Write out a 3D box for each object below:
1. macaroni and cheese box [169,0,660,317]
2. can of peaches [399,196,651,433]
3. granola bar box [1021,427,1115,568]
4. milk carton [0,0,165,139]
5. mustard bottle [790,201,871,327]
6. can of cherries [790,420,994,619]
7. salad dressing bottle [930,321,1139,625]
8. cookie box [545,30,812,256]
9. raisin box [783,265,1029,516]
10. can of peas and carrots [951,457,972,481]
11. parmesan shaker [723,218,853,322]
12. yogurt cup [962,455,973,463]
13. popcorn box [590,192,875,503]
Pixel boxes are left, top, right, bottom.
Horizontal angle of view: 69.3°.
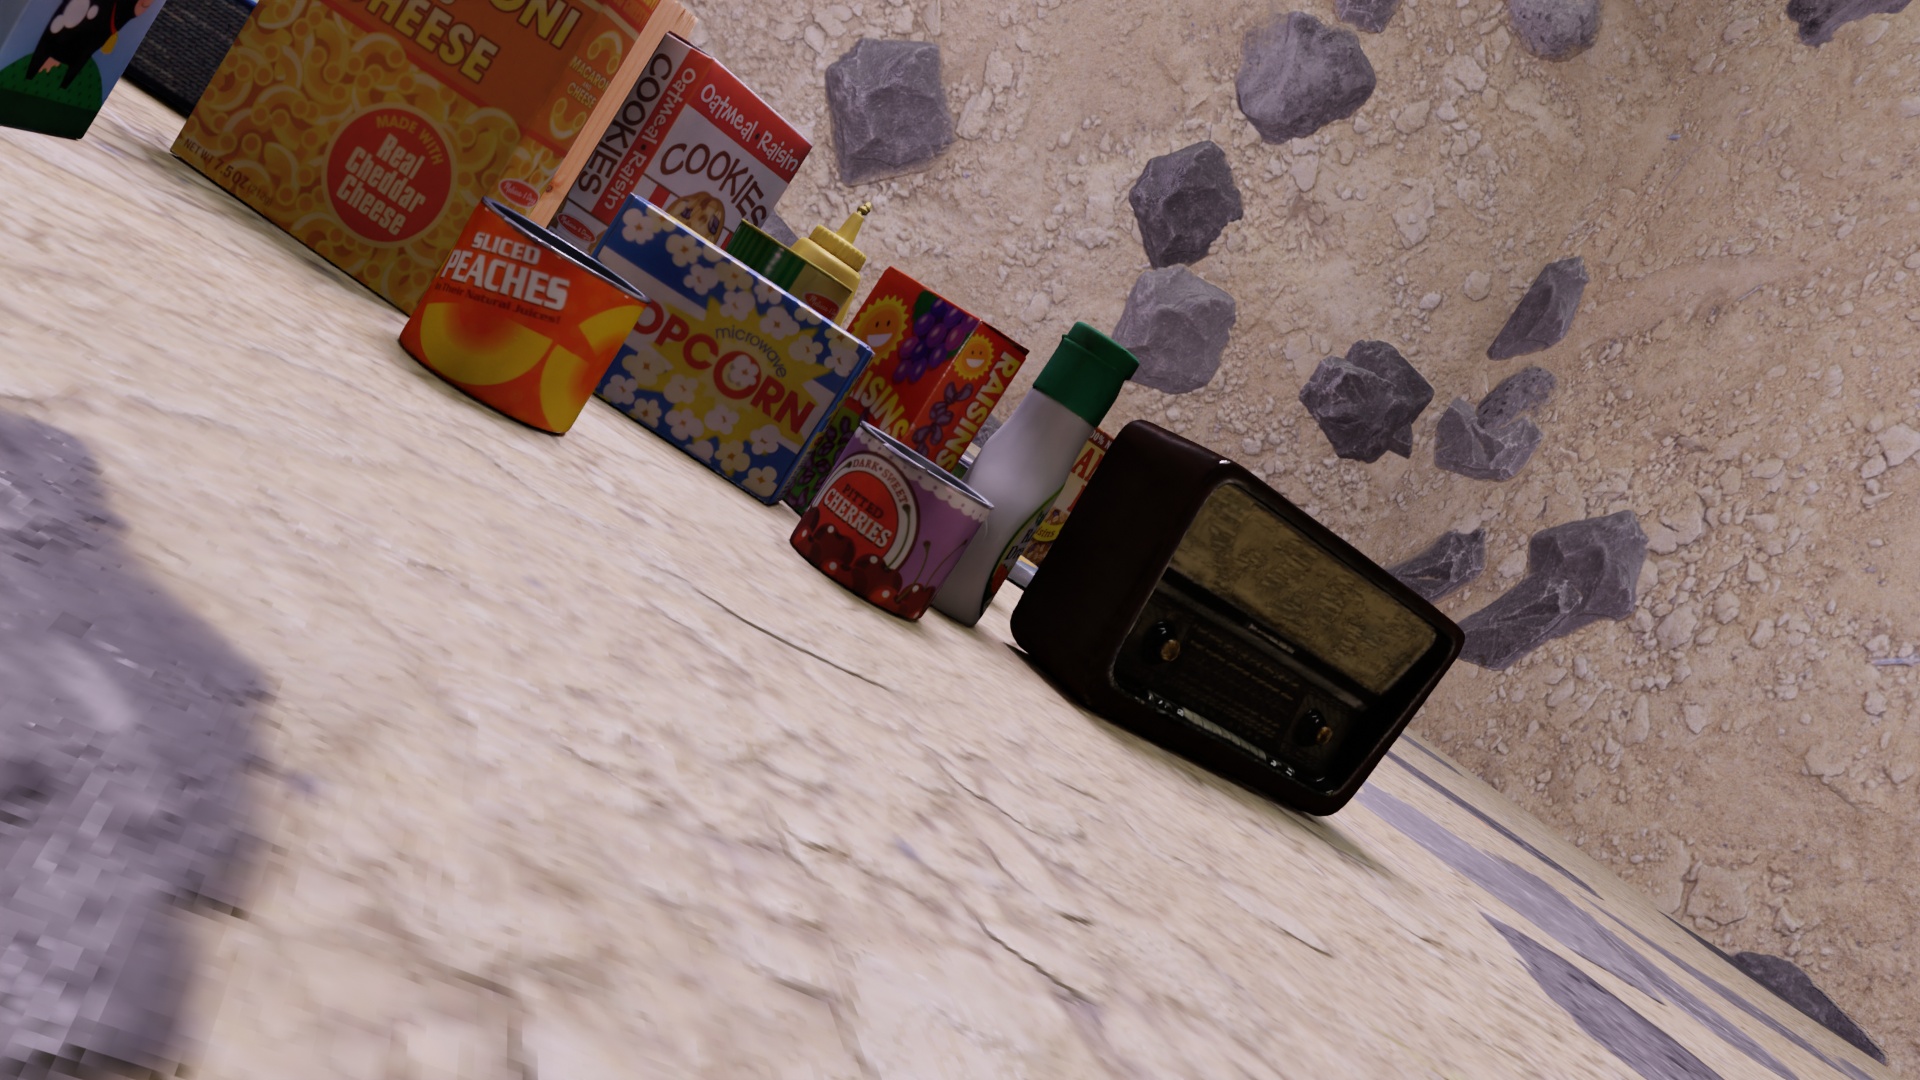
[{"bbox_3d":[-0.209,-0.186,0.542,0.124,0.166,0.040,34,5,6],"label":"macaroni and cheese box"},{"bbox_3d":[-0.153,-0.078,0.486,0.071,0.058,0.071,33,5,-3],"label":"can of peaches"},{"bbox_3d":[0.076,-0.038,1.105,0.039,0.124,0.165,36,6,34],"label":"granola bar box"},{"bbox_3d":[-0.265,-0.223,0.415,0.072,0.190,0.073,32,5,-12],"label":"milk carton"},{"bbox_3d":[-0.105,-0.156,0.914,0.065,0.160,0.049,31,5,-26],"label":"mustard bottle"},{"bbox_3d":[-0.030,-0.008,0.577,0.071,0.058,0.071,33,5,-3],"label":"can of cherries"},{"bbox_3d":[0.029,-0.032,0.651,0.044,0.147,0.064,34,5,6],"label":"salad dressing bottle"},{"bbox_3d":[-0.168,-0.189,0.797,0.040,0.167,0.123,35,5,20],"label":"cookie box"},{"bbox_3d":[-0.034,-0.060,0.665,0.040,0.123,0.086,29,7,-43],"label":"raisin box"},{"bbox_3d":[0.003,-0.010,0.778,0.071,0.058,0.071,33,5,-3],"label":"can of peas and carrots"},{"bbox_3d":[-0.112,-0.103,0.707,0.071,0.103,0.071,33,5,-3],"label":"parmesan shaker"},{"bbox_3d":[-0.034,-0.048,0.934,0.072,0.054,0.072,33,5,-3],"label":"yogurt cup"},{"bbox_3d":[-0.114,-0.085,0.630,0.127,0.085,0.038,33,5,-4],"label":"popcorn box"}]
